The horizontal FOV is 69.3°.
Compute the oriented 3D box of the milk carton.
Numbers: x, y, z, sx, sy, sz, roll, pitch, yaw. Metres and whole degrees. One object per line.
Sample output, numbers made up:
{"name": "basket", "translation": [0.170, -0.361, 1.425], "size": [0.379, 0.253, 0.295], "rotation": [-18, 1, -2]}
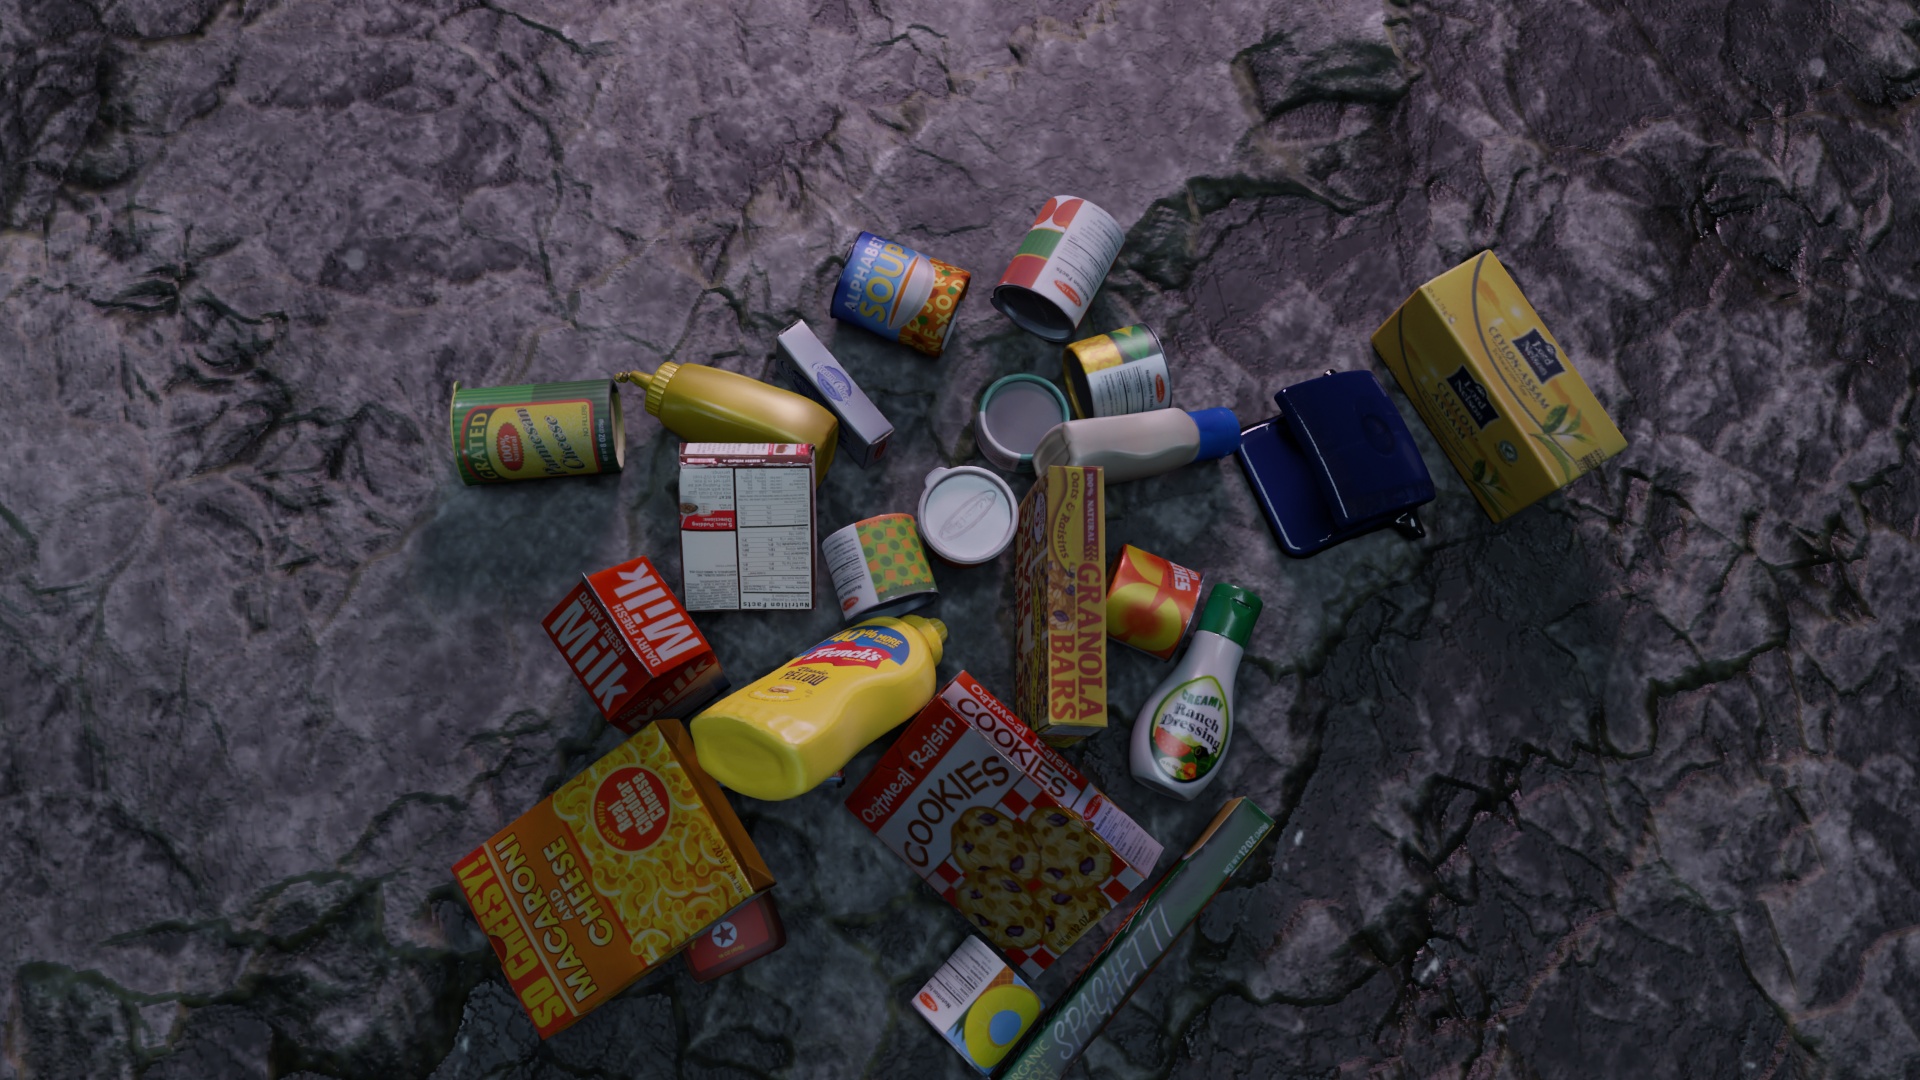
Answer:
{"name": "milk carton", "translation": [-0.196, 0.068, 0.848], "size": [0.073, 0.190, 0.072], "rotation": [-35, 82, -12]}

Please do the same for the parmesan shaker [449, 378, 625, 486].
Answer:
{"name": "parmesan shaker", "translation": [-0.284, -0.076, 0.939], "size": [0.103, 0.071, 0.071], "rotation": [-5, 77, -6]}

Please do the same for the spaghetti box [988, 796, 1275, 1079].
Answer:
{"name": "spaghetti box", "translation": [0.110, 0.267, 0.896], "size": [0.029, 0.050, 0.251], "rotation": [42, 76, 8]}

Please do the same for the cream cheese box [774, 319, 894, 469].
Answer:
{"name": "cream cheese box", "translation": [-0.090, -0.101, 0.971], "size": [0.024, 0.053, 0.104], "rotation": [-38, 82, -18]}

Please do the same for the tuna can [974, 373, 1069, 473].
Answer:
{"name": "tuna can", "translation": [0.046, -0.085, 0.989], "size": [0.071, 0.032, 0.071], "rotation": [1, 76, -4]}

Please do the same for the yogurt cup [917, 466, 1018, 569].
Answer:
{"name": "yogurt cup", "translation": [0.003, -0.012, 0.956], "size": [0.072, 0.054, 0.072], "rotation": [1, 76, -5]}

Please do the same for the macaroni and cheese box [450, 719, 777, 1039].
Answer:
{"name": "macaroni and cheese box", "translation": [-0.216, 0.207, 0.858], "size": [0.166, 0.040, 0.124], "rotation": [-36, 77, 7]}

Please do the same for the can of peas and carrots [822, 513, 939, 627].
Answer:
{"name": "can of peas and carrots", "translation": [-0.052, 0.020, 0.938], "size": [0.071, 0.070, 0.059], "rotation": [-17, 78, -9]}

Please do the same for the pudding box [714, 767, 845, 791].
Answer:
{"name": "pudding box", "translation": [-0.117, 0.146, 0.907], "size": [0.084, 0.049, 0.030], "rotation": [-1, 75, -5]}

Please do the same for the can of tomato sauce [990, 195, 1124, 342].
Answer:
{"name": "can of tomato sauce", "translation": [0.071, -0.197, 1.005], "size": [0.071, 0.071, 0.083], "rotation": [29, 75, 3]}

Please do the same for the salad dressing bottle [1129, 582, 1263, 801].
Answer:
{"name": "salad dressing bottle", "translation": [0.163, 0.101, 0.946], "size": [0.064, 0.044, 0.148], "rotation": [26, 75, -3]}

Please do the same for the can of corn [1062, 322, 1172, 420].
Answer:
{"name": "can of corn", "translation": [0.110, -0.116, 0.988], "size": [0.058, 0.071, 0.071], "rotation": [-17, 78, -8]}

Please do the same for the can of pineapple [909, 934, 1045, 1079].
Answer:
{"name": "can of pineapple", "translation": [0.012, 0.293, 0.874], "size": [0.071, 0.071, 0.058], "rotation": [43, 76, 6]}

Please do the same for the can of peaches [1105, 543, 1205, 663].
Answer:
{"name": "can of peaches", "translation": [0.127, 0.040, 0.946], "size": [0.058, 0.071, 0.071], "rotation": [22, 75, 2]}

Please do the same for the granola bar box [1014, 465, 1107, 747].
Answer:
{"name": "granola bar box", "translation": [0.063, 0.046, 0.910], "size": [0.039, 0.124, 0.166], "rotation": [2, 75, -7]}

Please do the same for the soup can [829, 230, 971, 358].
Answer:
{"name": "soup can", "translation": [-0.042, -0.175, 0.985], "size": [0.084, 0.071, 0.071], "rotation": [21, 75, 1]}

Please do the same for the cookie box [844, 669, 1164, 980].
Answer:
{"name": "cookie box", "translation": [0.024, 0.180, 0.877], "size": [0.167, 0.122, 0.040], "rotation": [41, 33, 6]}

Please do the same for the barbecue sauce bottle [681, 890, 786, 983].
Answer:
{"name": "barbecue sauce bottle", "translation": [-0.167, 0.202, 0.892], "size": [0.065, 0.043, 0.149], "rotation": [-24, 78, -3]}

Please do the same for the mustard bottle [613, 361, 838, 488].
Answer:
{"name": "mustard bottle", "translation": [-0.164, -0.088, 0.956], "size": [0.160, 0.065, 0.049], "rotation": [23, 53, 4]}

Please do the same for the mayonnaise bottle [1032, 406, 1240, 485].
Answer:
{"name": "mayonnaise bottle", "translation": [0.126, -0.066, 0.966], "size": [0.148, 0.064, 0.041], "rotation": [-11, 72, -28]}
